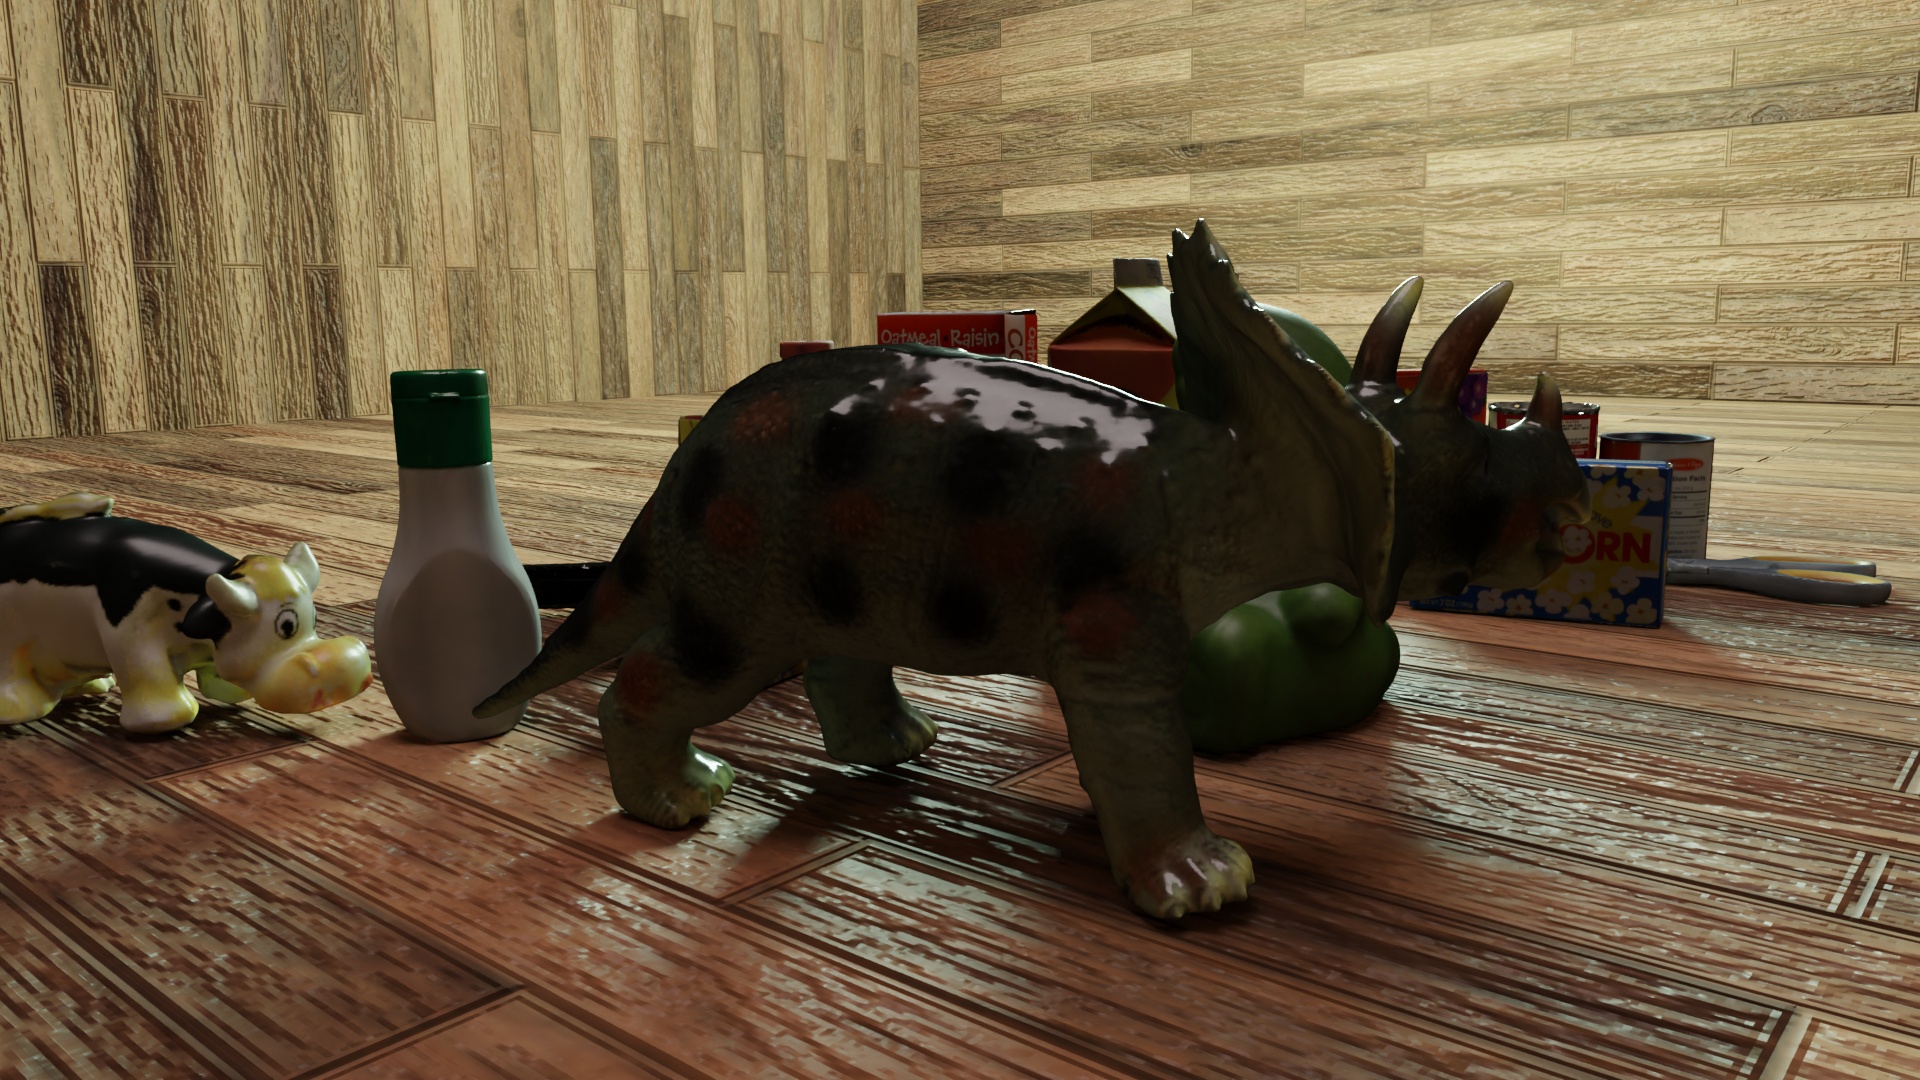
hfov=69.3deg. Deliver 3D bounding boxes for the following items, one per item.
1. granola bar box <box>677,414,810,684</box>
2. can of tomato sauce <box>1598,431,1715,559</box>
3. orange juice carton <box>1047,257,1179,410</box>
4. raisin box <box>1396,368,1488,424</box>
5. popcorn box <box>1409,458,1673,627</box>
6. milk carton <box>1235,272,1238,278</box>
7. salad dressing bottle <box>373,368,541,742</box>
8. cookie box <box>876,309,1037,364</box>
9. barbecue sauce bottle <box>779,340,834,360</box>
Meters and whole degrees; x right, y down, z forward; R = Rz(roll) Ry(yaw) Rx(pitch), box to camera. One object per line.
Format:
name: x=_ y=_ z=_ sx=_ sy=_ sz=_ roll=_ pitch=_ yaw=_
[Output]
granola bar box: x=-0.070 y=-0.006 z=0.686 sx=0.039 sy=0.124 sz=0.166 roll=4 pitch=10 yaw=29
can of tomato sauce: x=0.441 y=-0.026 z=0.886 sx=0.071 sy=0.083 sz=0.071 roll=-1 pitch=9 yaw=0
orange juice carton: x=0.089 y=-0.045 z=0.701 sx=0.073 sy=0.192 sz=0.072 roll=4 pitch=10 yaw=27
raisin box: x=0.317 y=-0.058 z=0.966 sx=0.086 sy=0.123 sz=0.040 roll=-3 pitch=9 yaw=-12
popcorn box: x=0.312 y=-0.002 z=0.751 sx=0.126 sy=0.085 sz=0.038 roll=4 pitch=10 yaw=26
milk carton: x=0.171 y=-0.085 z=0.940 sx=0.073 sy=0.190 sz=0.072 roll=6 pitch=11 yaw=38
salad dressing bottle: x=-0.205 y=0.005 z=0.562 sx=0.064 sy=0.147 sz=0.044 roll=-5 pitch=10 yaw=-24
cookie box: x=-0.002 y=-0.082 z=1.004 sx=0.123 sy=0.167 sz=0.040 roll=7 pitch=12 yaw=40
barbecue sauce bottle: x=-0.101 y=-0.060 z=0.936 sx=0.044 sy=0.148 sz=0.065 roll=-1 pitch=9 yaw=1
